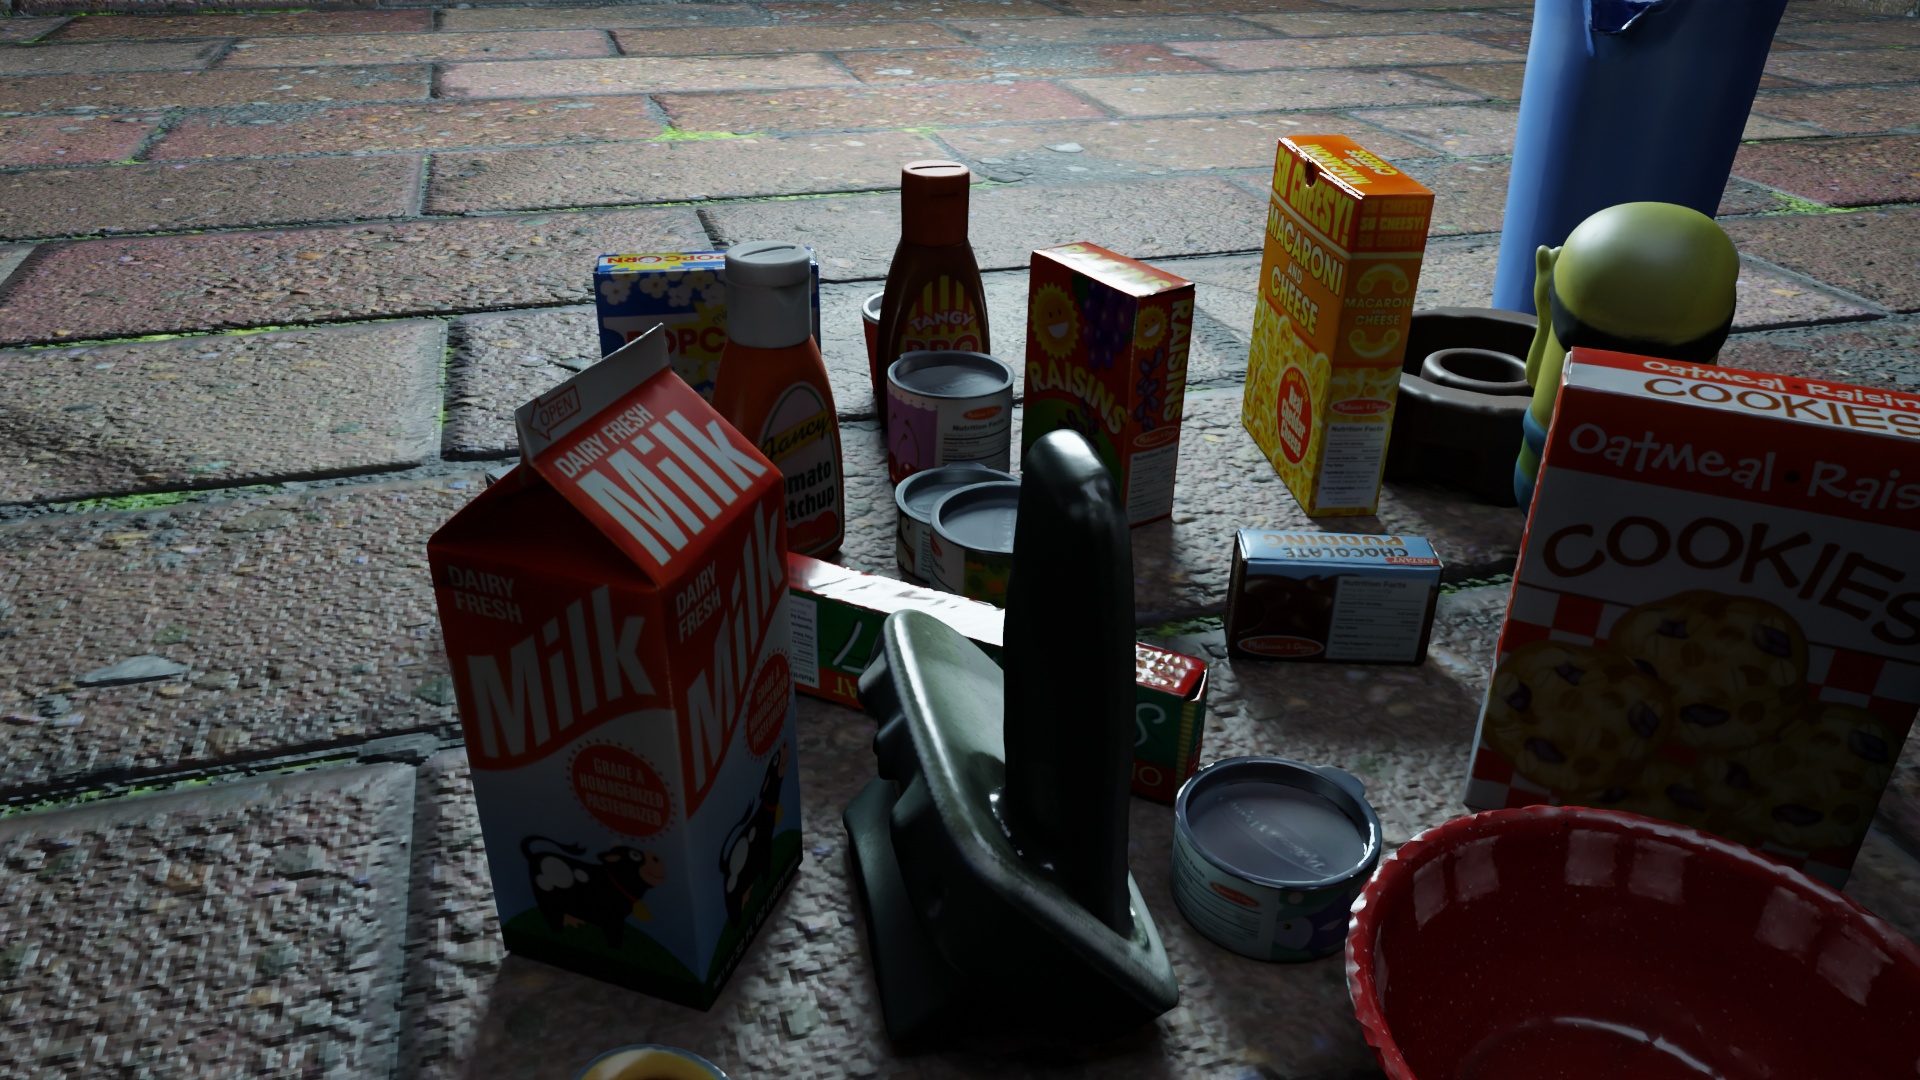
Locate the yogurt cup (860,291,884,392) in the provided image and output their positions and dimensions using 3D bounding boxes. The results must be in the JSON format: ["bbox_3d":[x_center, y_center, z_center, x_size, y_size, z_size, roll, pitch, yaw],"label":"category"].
[{"bbox_3d":[-0.026,-0.116,0.834,0.072,0.053,0.073,1,28,0],"label":"yogurt cup"}]

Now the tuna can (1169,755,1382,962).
[{"bbox_3d":[0.104,0.103,0.458,0.071,0.032,0.071,1,28,0],"label":"tuna can"}]

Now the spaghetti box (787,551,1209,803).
[{"bbox_3d":[-0.025,0.043,0.544,0.250,0.050,0.029,14,31,21],"label":"spaghetti box"}]

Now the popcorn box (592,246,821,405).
[{"bbox_3d":[-0.145,-0.124,0.811,0.127,0.084,0.038,-4,29,-11],"label":"popcorn box"}]

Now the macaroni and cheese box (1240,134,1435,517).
[{"bbox_3d":[0.190,-0.114,0.721,0.040,0.165,0.124,-2,28,-6],"label":"macaroni and cheese box"}]

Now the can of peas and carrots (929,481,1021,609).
[{"bbox_3d":[0.022,0.015,0.590,0.071,0.058,0.071,1,28,0],"label":"can of peas and carrots"}]

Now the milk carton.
[{"bbox_3d":[-0.096,0.037,0.407,0.073,0.189,0.073,10,29,16],"label":"milk carton"}]

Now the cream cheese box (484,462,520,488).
[{"bbox_3d":[-0.165,-0.018,0.648,0.104,0.053,0.024,-19,34,-33],"label":"cream cheese box"}]

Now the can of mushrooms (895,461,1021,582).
[{"bbox_3d":[0.002,-0.008,0.658,0.071,0.033,0.071,1,28,0],"label":"can of mushrooms"}]

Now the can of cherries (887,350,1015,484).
[{"bbox_3d":[-0.006,-0.063,0.732,0.071,0.058,0.072,1,28,0],"label":"can of cherries"}]

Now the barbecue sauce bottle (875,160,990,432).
[{"bbox_3d":[-0.015,-0.131,0.764,0.065,0.147,0.044,-7,29,-15],"label":"barbecue sauce bottle"}]

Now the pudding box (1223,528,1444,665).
[{"bbox_3d":[0.156,0.024,0.589,0.084,0.049,0.030,2,28,1],"label":"pudding box"}]

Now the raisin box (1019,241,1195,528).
[{"bbox_3d":[0.072,-0.079,0.697,0.040,0.122,0.086,-16,33,-29],"label":"raisin box"}]

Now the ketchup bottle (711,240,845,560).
[{"bbox_3d":[-0.085,-0.058,0.626,0.065,0.148,0.043,-22,36,-36],"label":"ketchup bottle"}]

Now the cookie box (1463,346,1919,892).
[{"bbox_3d":[0.248,0.027,0.463,0.123,0.166,0.040,12,30,20],"label":"cookie box"}]
